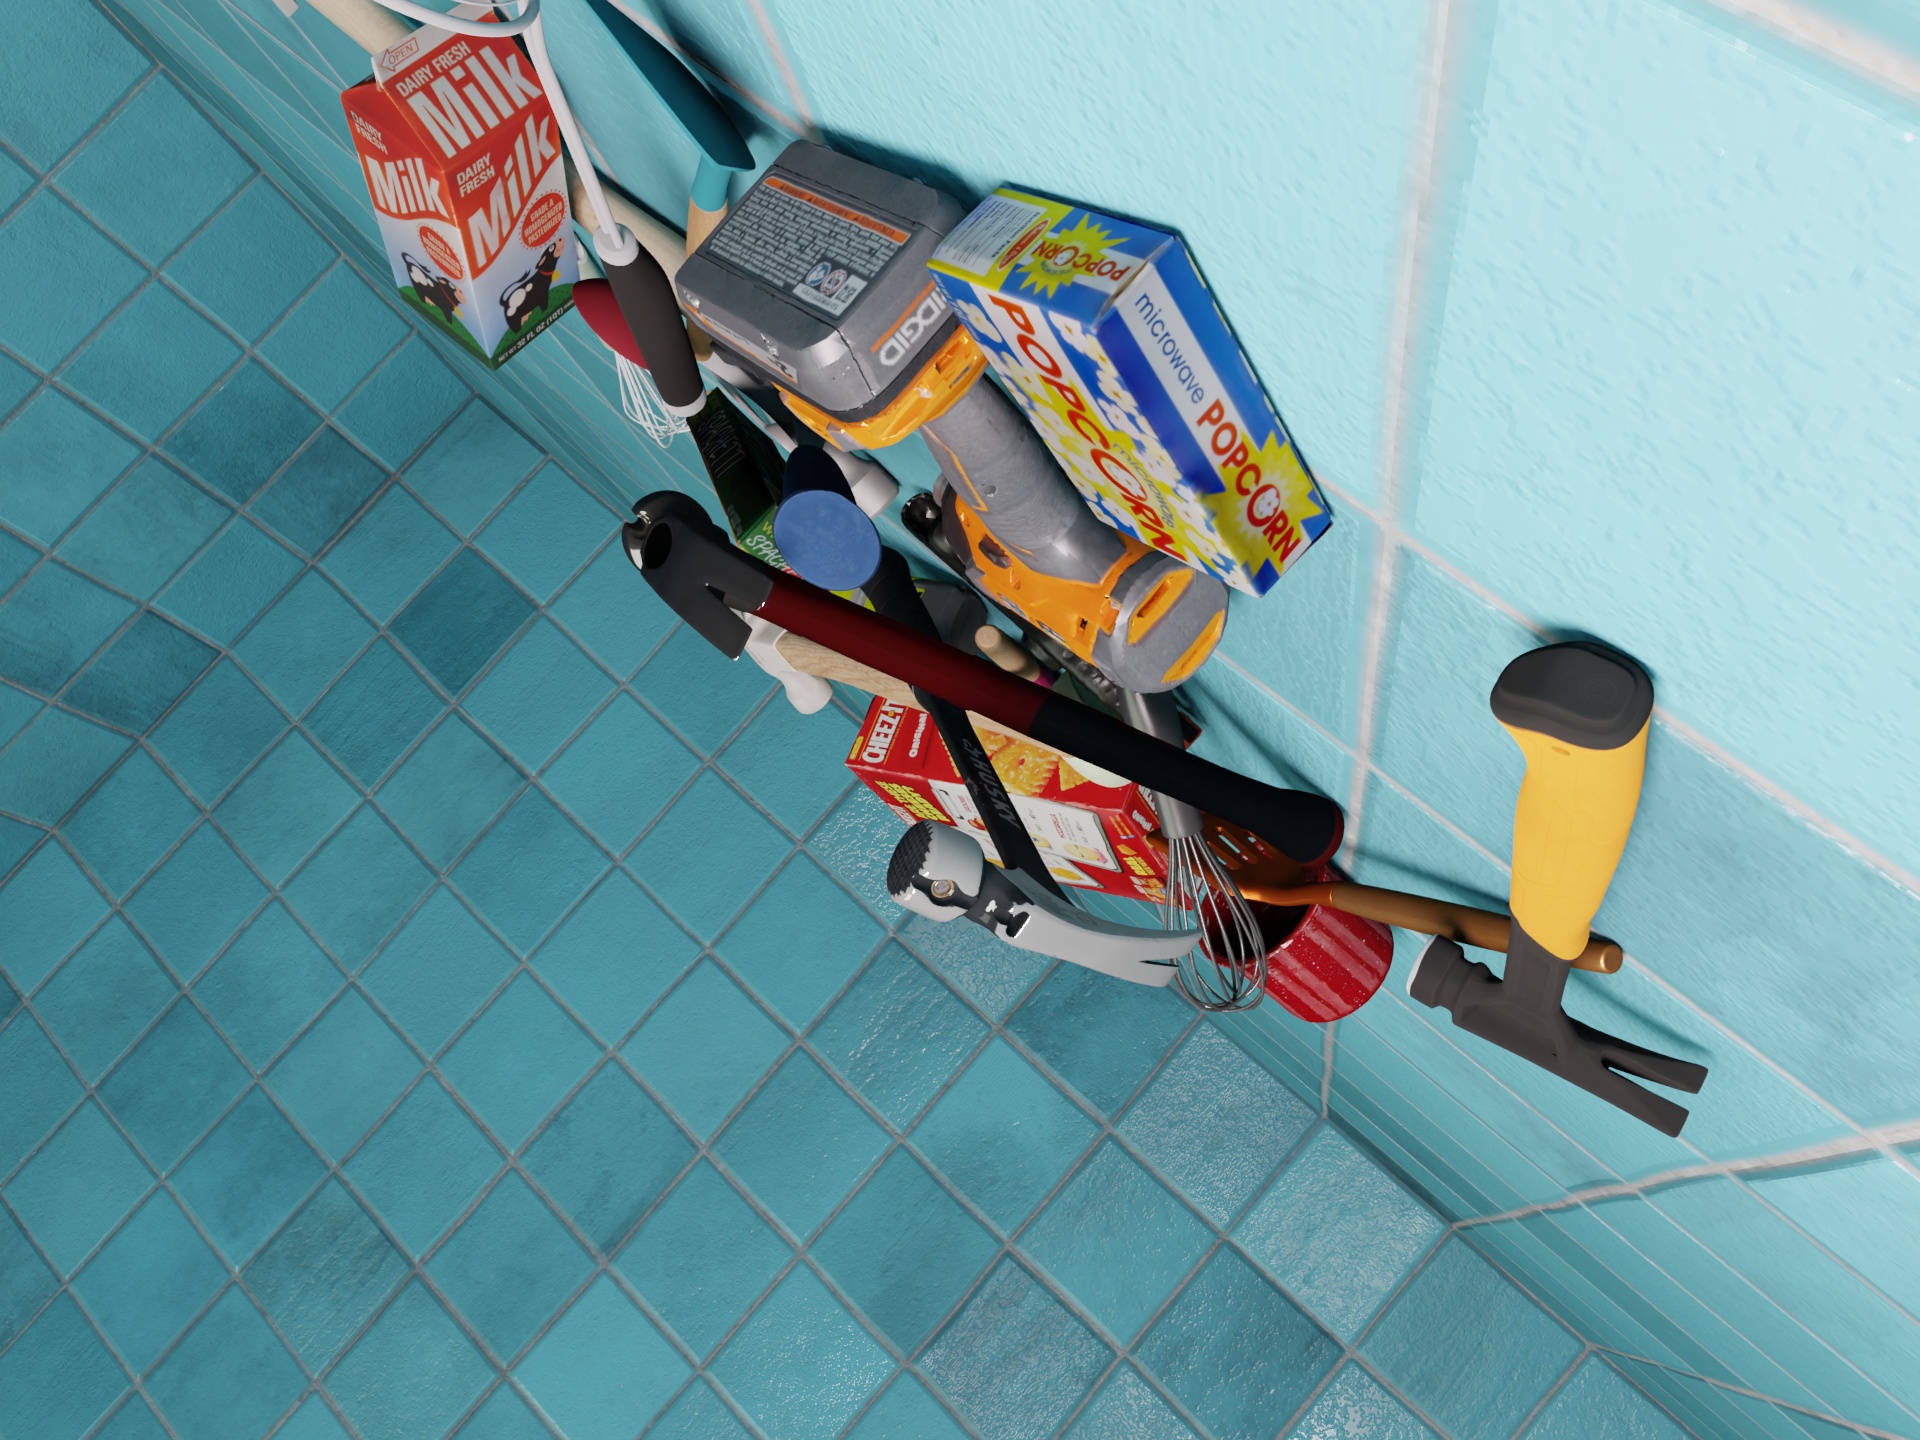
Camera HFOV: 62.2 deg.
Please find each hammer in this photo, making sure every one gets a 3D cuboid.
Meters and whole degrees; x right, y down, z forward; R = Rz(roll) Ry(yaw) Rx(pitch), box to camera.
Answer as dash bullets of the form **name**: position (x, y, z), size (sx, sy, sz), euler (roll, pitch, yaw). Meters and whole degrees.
- **hammer**: position (-0.044, -0.028, 0.994), size (0.331, 0.031, 0.129), euler (17, 153, 49)
- **hammer**: position (-0.278, -0.346, 0.897), size (0.411, 0.038, 0.146), euler (41, 175, 10)
- **hammer**: position (-0.001, -0.003, 0.804), size (0.149, 0.036, 0.409), euler (25, -162, -24)
- **hammer**: position (0.221, 0.069, 0.572), size (0.127, 0.034, 0.336), euler (27, 164, 27)
- **hammer**: position (-0.075, -0.126, 0.769), size (0.144, 0.035, 0.406), euler (45, -173, -16)
- **hammer**: position (0.040, 0.001, 0.707), size (0.386, 0.038, 0.143), euler (23, -172, -30)

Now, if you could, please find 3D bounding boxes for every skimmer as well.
- **skimmer**: position (-0.181, -0.218, 0.633), size (0.127, 0.090, 0.363), euler (58, 173, 22)

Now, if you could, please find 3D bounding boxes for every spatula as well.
- **spatula**: position (0.207, 0.083, 0.806), size (0.323, 0.081, 0.041), euler (-173, 72, -67)
- **spatula**: position (-0.120, -0.213, 0.695), size (0.082, 0.044, 0.317), euler (52, 168, 0)

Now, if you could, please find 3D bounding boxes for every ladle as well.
- **ladle**: position (-0.196, -0.244, 0.938), size (0.069, 0.031, 0.316), euler (37, -173, -21)

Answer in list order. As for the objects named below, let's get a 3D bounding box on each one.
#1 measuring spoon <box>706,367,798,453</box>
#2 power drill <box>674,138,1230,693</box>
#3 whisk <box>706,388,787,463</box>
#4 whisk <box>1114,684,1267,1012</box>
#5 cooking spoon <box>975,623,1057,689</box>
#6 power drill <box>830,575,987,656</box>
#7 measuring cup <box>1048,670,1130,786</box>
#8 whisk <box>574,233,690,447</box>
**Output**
- **measuring spoon**: position (-0.139, -0.215, 1.069), size (0.124, 0.018, 0.034), euler (46, -175, 27)
- **power drill**: position (-0.003, -0.111, 0.614), size (0.164, 0.084, 0.226), euler (39, 177, 45)
- **whisk**: position (-0.113, -0.152, 1.137), size (0.047, 0.051, 0.244), euler (49, -178, 43)
- **whisk**: position (0.116, 0.055, 0.841), size (0.055, 0.055, 0.238), euler (29, 140, 65)
- **cooking spoon**: position (0.040, -0.033, 0.989), size (0.069, 0.017, 0.319), euler (42, -176, 9)
- **power drill**: position (-0.047, -0.042, 1.178), size (0.191, 0.080, 0.228), euler (12, 160, 28)
- **measuring cup**: position (0.114, 0.030, 0.962), size (0.167, 0.038, 0.083), euler (36, -157, -25)
- **whisk**: position (-0.251, -0.279, 1.174), size (0.059, 0.058, 0.246), euler (5, 159, 13)
